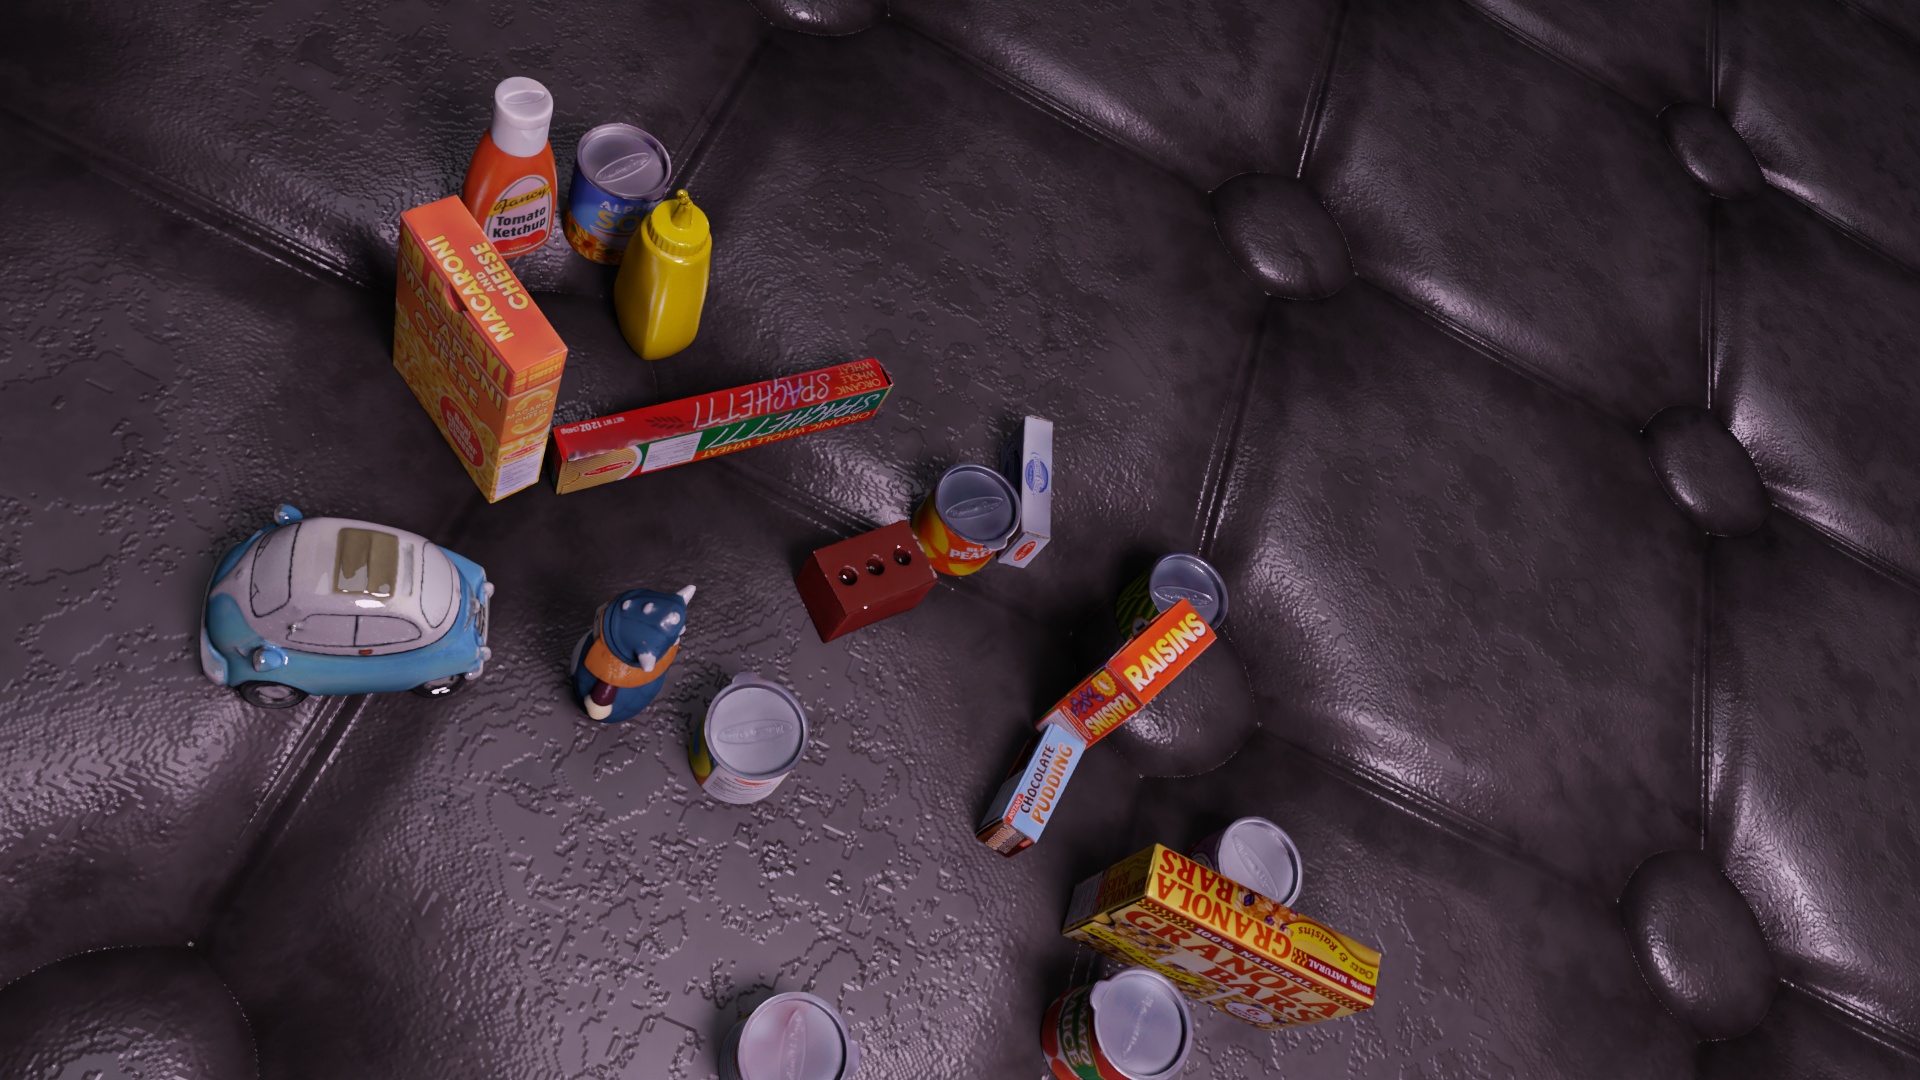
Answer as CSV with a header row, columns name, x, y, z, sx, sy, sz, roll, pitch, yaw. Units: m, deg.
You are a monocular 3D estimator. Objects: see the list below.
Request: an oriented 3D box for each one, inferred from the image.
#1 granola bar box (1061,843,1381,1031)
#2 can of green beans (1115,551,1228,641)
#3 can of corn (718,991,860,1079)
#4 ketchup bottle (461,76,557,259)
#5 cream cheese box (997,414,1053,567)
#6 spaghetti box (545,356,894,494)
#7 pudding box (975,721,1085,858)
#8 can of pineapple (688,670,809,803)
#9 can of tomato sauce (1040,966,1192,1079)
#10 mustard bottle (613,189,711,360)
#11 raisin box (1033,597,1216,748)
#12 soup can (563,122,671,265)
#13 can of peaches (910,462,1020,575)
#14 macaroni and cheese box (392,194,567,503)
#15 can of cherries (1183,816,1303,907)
name,x,y,z,sx,sy,sz,roll,pitch,yaw
granola bar box,0.165,0.261,0.899,0.165,0.123,0.039,27,57,-8
can of green beans,0.158,0.050,1.045,0.071,0.057,0.071,10,61,-18
can of corn,-0.100,0.301,0.805,0.071,0.058,0.071,10,61,-18
ketchup bottle,-0.306,-0.253,0.950,0.065,0.148,0.043,-24,76,-31
cream cheese box,0.048,-0.037,1.046,0.024,0.053,0.104,13,60,-17
spaghetti box,-0.166,-0.083,0.981,0.251,0.050,0.029,-17,72,-29
pudding box,0.048,0.169,0.942,0.030,0.049,0.084,35,56,-3
can of pineapple,-0.135,0.126,0.881,0.071,0.057,0.071,10,61,-18
can of tomato sauce,0.094,0.308,0.870,0.071,0.082,0.071,10,61,-18
mustard bottle,-0.200,-0.187,0.954,0.049,0.159,0.065,-22,75,-30
raisin box,0.112,0.097,0.962,0.086,0.122,0.040,-36,82,-33
soup can,-0.249,-0.248,1.011,0.071,0.083,0.071,10,61,-18
can of peaches,0.004,-0.013,1.012,0.071,0.057,0.071,10,61,-18
macaroni and cheese box,-0.305,-0.114,0.868,0.040,0.165,0.124,-32,80,-32
can of cherries,0.192,0.232,0.965,0.071,0.058,0.072,10,61,-18
